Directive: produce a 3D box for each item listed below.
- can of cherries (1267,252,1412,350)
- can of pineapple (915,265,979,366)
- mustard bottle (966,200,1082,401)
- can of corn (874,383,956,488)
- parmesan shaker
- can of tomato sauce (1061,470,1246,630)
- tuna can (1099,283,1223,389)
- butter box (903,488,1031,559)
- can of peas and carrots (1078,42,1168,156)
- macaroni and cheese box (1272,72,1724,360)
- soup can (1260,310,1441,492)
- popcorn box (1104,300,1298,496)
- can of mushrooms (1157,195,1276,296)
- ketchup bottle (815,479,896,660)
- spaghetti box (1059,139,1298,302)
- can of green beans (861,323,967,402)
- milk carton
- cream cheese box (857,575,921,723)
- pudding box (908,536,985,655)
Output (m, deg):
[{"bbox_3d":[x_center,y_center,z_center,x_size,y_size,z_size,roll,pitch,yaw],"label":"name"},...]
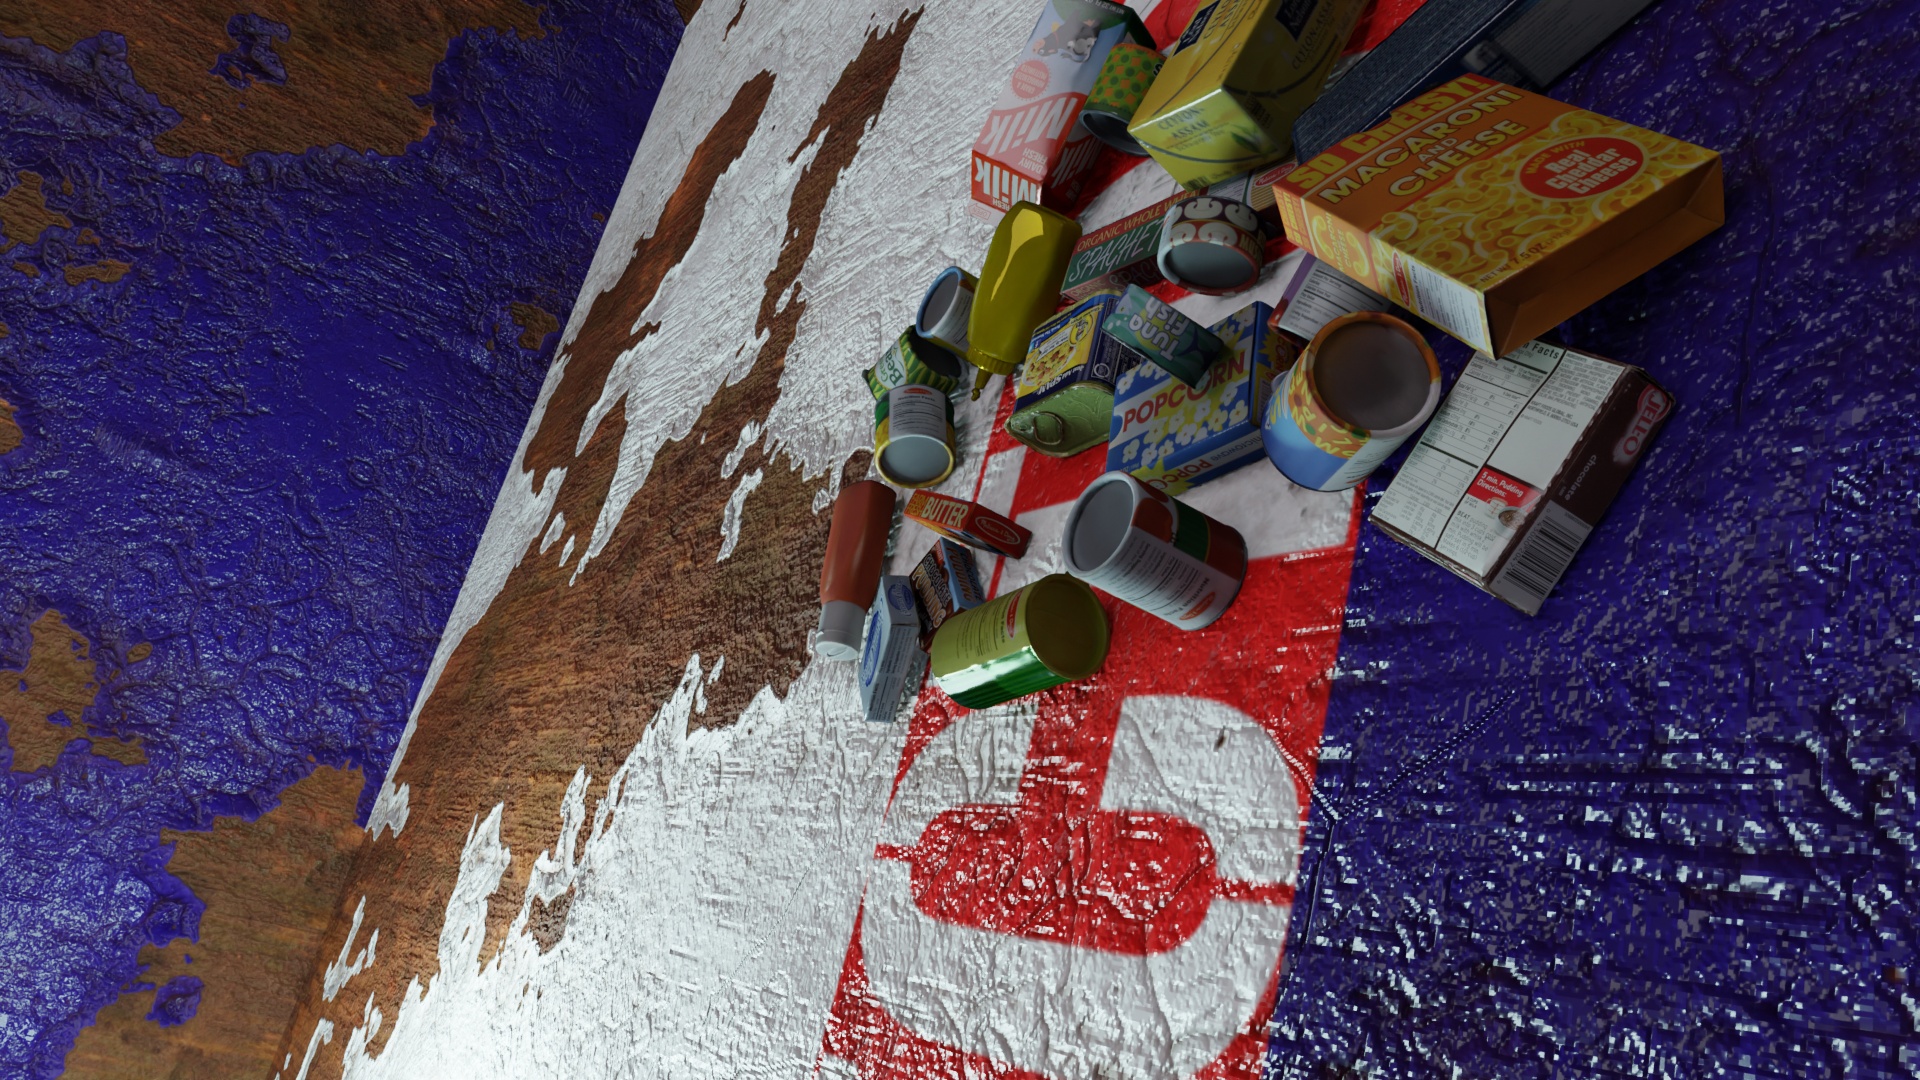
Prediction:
[{"bbox_3d":[0.208,-0.126,0.747,0.058,0.071,0.071,-62,28,7],"label":"can of cherries"},{"bbox_3d":[0.003,-0.187,1.153,0.070,0.058,0.071,-41,36,38],"label":"can of pineapple"},{"bbox_3d":[0.040,-0.182,1.084,0.065,0.049,0.159,35,113,27],"label":"mustard bottle"},{"bbox_3d":[-0.037,-0.082,1.131,0.071,0.071,0.058,-43,35,36],"label":"can of corn"},{"bbox_3d":[0.037,0.064,0.880,0.102,0.071,0.071,-27,46,51],"label":"parmesan shaker"},{"bbox_3d":[0.108,0.005,0.786,0.071,0.083,0.071,-40,37,38],"label":"can of tomato sauce"},{"bbox_3d":[0.116,-0.119,0.805,0.032,0.071,0.071,-58,28,11],"label":"tuna can"},{"bbox_3d":[0.004,-0.013,1.014,0.103,0.053,0.024,17,80,62],"label":"butter box"},{"bbox_3d":[0.133,-0.330,1.044,0.071,0.071,0.058,22,87,62],"label":"can of peas and carrots"},{"bbox_3d":[0.246,-0.161,0.656,0.124,0.040,0.167,-30,37,-5],"label":"macaroni and cheese box"},{"bbox_3d":[0.189,-0.069,0.686,0.083,0.071,0.071,98,-172,-74],"label":"soup can"},{"bbox_3d":[0.145,-0.080,0.842,0.126,0.038,0.085,-25,47,50],"label":"popcorn box"},{"bbox_3d":[0.161,-0.185,0.875,0.071,0.071,0.033,-17,53,55],"label":"can of mushrooms"},{"bbox_3d":[-0.091,0.025,1.154,0.064,0.043,0.149,-30,43,49],"label":"ketchup bottle"},{"bbox_3d":[0.157,-0.213,0.943,0.249,0.028,0.050,-11,58,57],"label":"spaghetti box"},{"bbox_3d":[-0.036,-0.141,1.175,0.057,0.071,0.071,-44,34,33],"label":"can of green beans"},{"bbox_3d":[0.074,-0.335,1.110,0.072,0.073,0.190,30,96,23],"label":"milk carton"},{"bbox_3d":[-0.053,0.081,1.027,0.053,0.024,0.103,-105,25,-49],"label":"cream cheese box"},{"bbox_3d":[-0.010,0.043,1.015,0.049,0.030,0.084,-50,31,25],"label":"pudding box"}]
